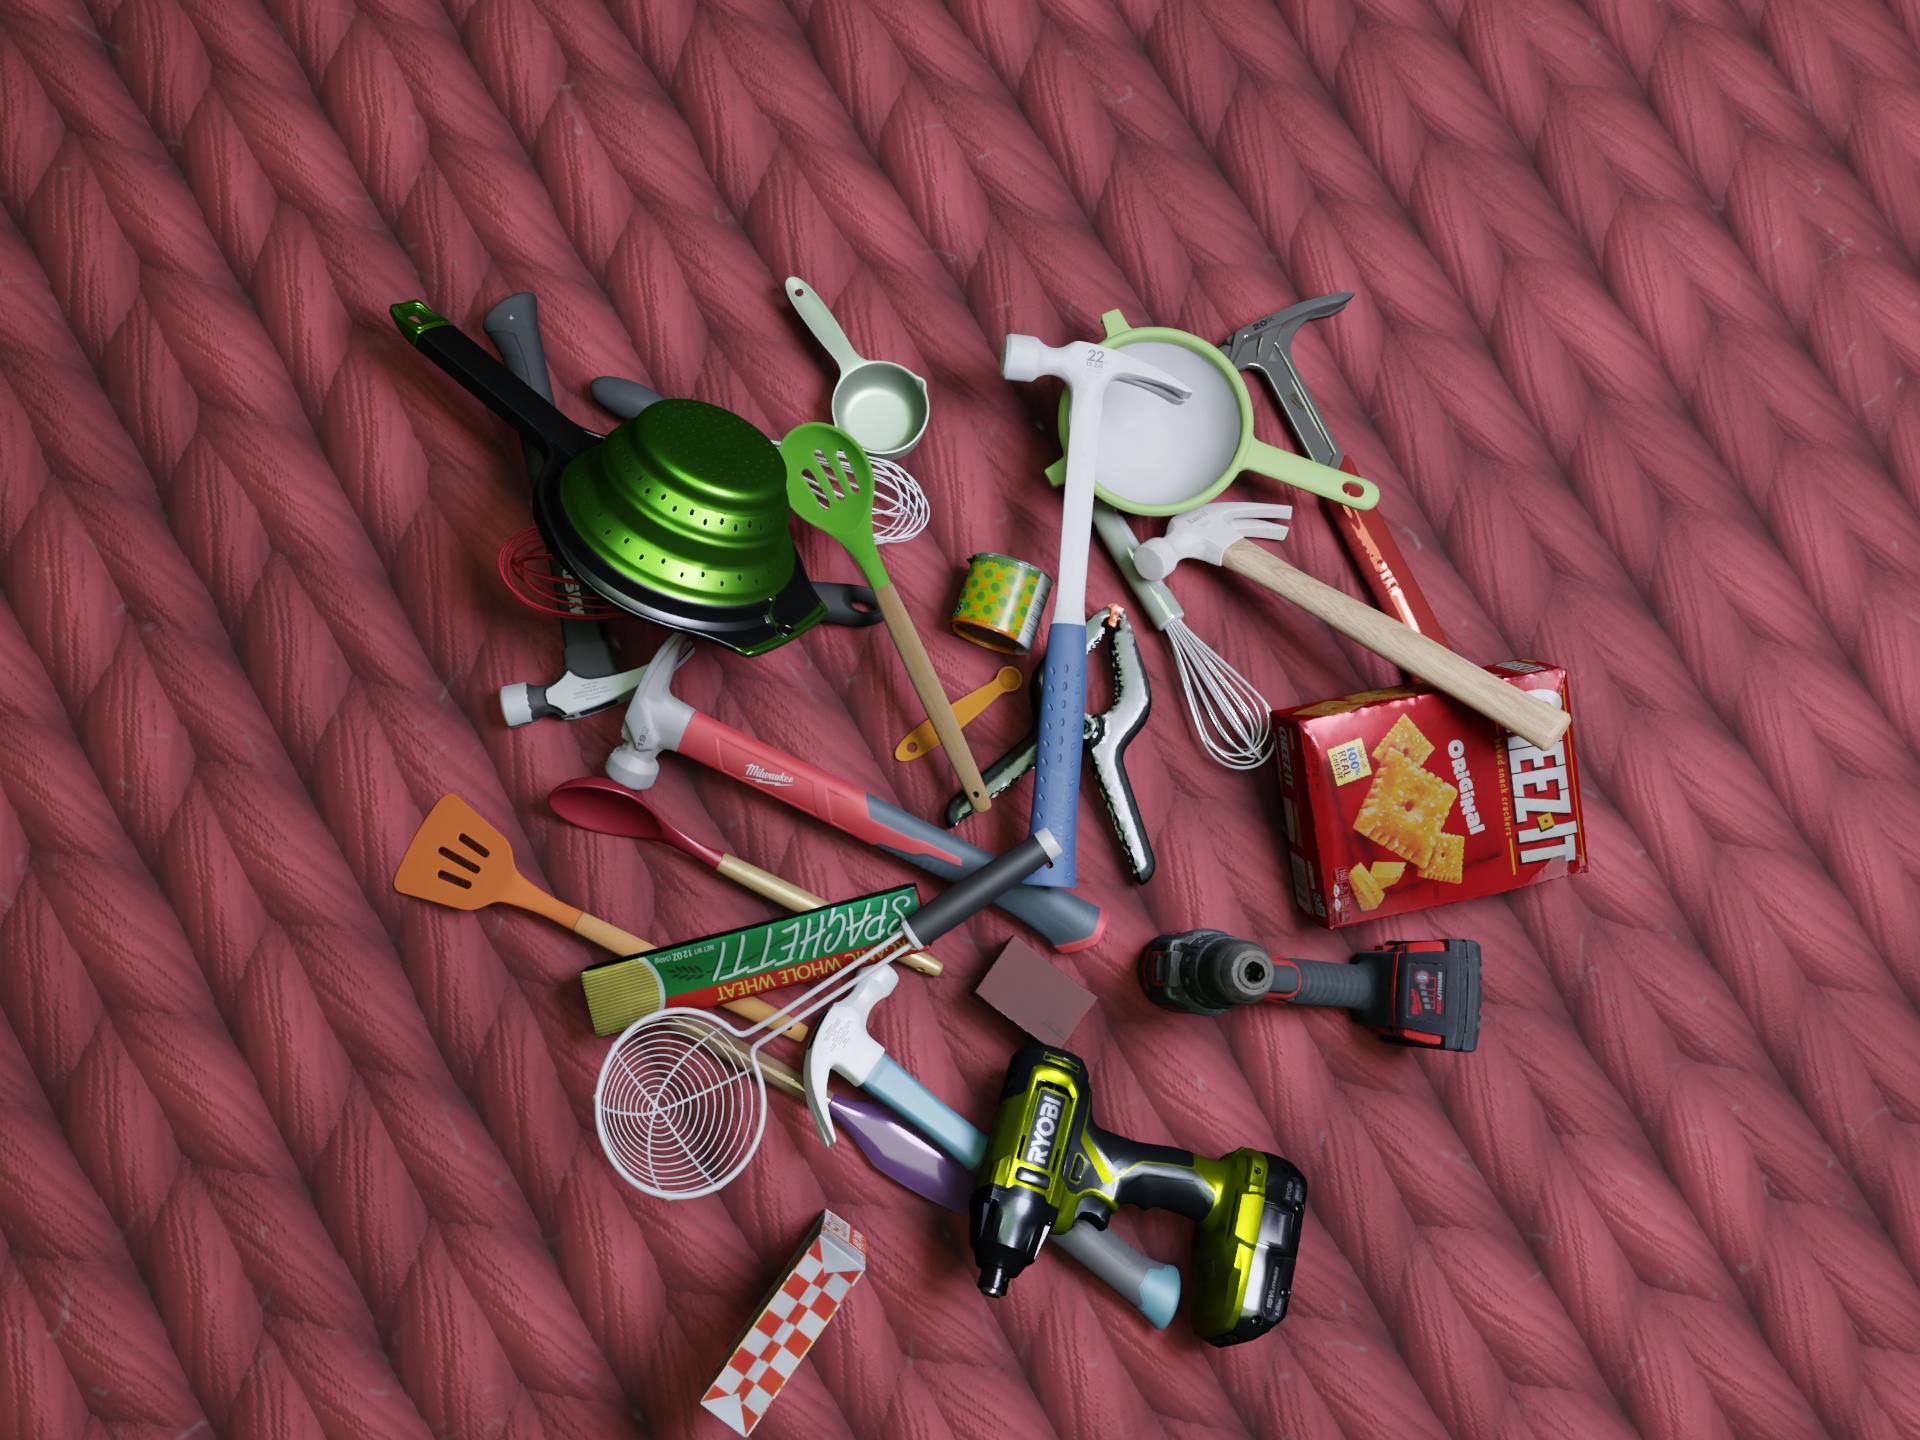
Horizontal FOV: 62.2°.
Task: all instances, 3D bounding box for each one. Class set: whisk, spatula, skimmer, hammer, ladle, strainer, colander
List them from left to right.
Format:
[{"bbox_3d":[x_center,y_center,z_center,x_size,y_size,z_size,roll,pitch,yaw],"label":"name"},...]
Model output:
[{"bbox_3d":[-0.304,-0.169,1.215,0.146,0.035,0.335,-13,81,-7],"label":"hammer"},{"bbox_3d":[-0.250,-0.209,1.131,0.397,0.094,0.204,39,35,10],"label":"colander"},{"bbox_3d":[-0.258,0.158,1.168,0.322,0.041,0.081,28,79,-4],"label":"spatula"},{"bbox_3d":[-0.189,-0.100,1.174,0.295,0.073,0.073,6,79,-24],"label":"whisk"},{"bbox_3d":[-0.154,0.116,1.174,0.315,0.069,0.031,27,55,-6],"label":"ladle"},{"bbox_3d":[-0.157,-0.205,1.227,0.284,0.070,0.070,23,79,4],"label":"whisk"},{"bbox_3d":[-0.117,0.265,1.163,0.316,0.018,0.060,28,72,-1],"label":"spatula"},{"bbox_3d":[-0.082,0.188,1.089,0.363,0.090,0.127,-34,96,0],"label":"skimmer"},{"bbox_3d":[-0.061,0.060,1.172,0.386,0.038,0.143,26,111,-4],"label":"hammer"},{"bbox_3d":[0.026,0.322,1.151,0.331,0.033,0.128,38,63,-1],"label":"hammer"},{"bbox_3d":[0.086,-0.080,1.171,0.144,0.035,0.405,6,83,-7],"label":"hammer"},{"bbox_3d":[0.169,-0.071,1.239,0.059,0.057,0.246,-34,79,20],"label":"whisk"},{"bbox_3d":[0.199,-0.209,1.249,0.256,0.069,0.151,20,82,1],"label":"strainer"},{"bbox_3d":[0.296,-0.074,1.181,0.331,0.031,0.130,34,49,26],"label":"hammer"},{"bbox_3d":[0.326,-0.166,1.275,0.149,0.036,0.359,-25,83,-9],"label":"hammer"}]

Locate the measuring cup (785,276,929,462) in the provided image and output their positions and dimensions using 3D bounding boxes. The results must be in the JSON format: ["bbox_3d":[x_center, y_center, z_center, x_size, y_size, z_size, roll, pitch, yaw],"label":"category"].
[{"bbox_3d":[-0.089,-0.277,1.255,0.083,0.038,0.167,-33,83,-10],"label":"measuring cup"}]

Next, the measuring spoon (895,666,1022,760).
[{"bbox_3d":[-0.002,-0.004,1.229,0.117,0.011,0.021,-35,86,-7],"label":"measuring spoon"}]

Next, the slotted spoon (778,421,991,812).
[{"bbox_3d":[-0.049,-0.074,1.179,0.070,0.031,0.314,-25,93,13],"label":"slotted spoon"}]

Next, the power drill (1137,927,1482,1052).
[{"bbox_3d":[0.253,0.186,1.131,0.226,0.188,0.080,7,80,-8],"label":"power drill"}]

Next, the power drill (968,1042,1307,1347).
[{"bbox_3d":[0.119,0.346,1.115,0.223,0.080,0.171,23,59,-7],"label":"power drill"}]
